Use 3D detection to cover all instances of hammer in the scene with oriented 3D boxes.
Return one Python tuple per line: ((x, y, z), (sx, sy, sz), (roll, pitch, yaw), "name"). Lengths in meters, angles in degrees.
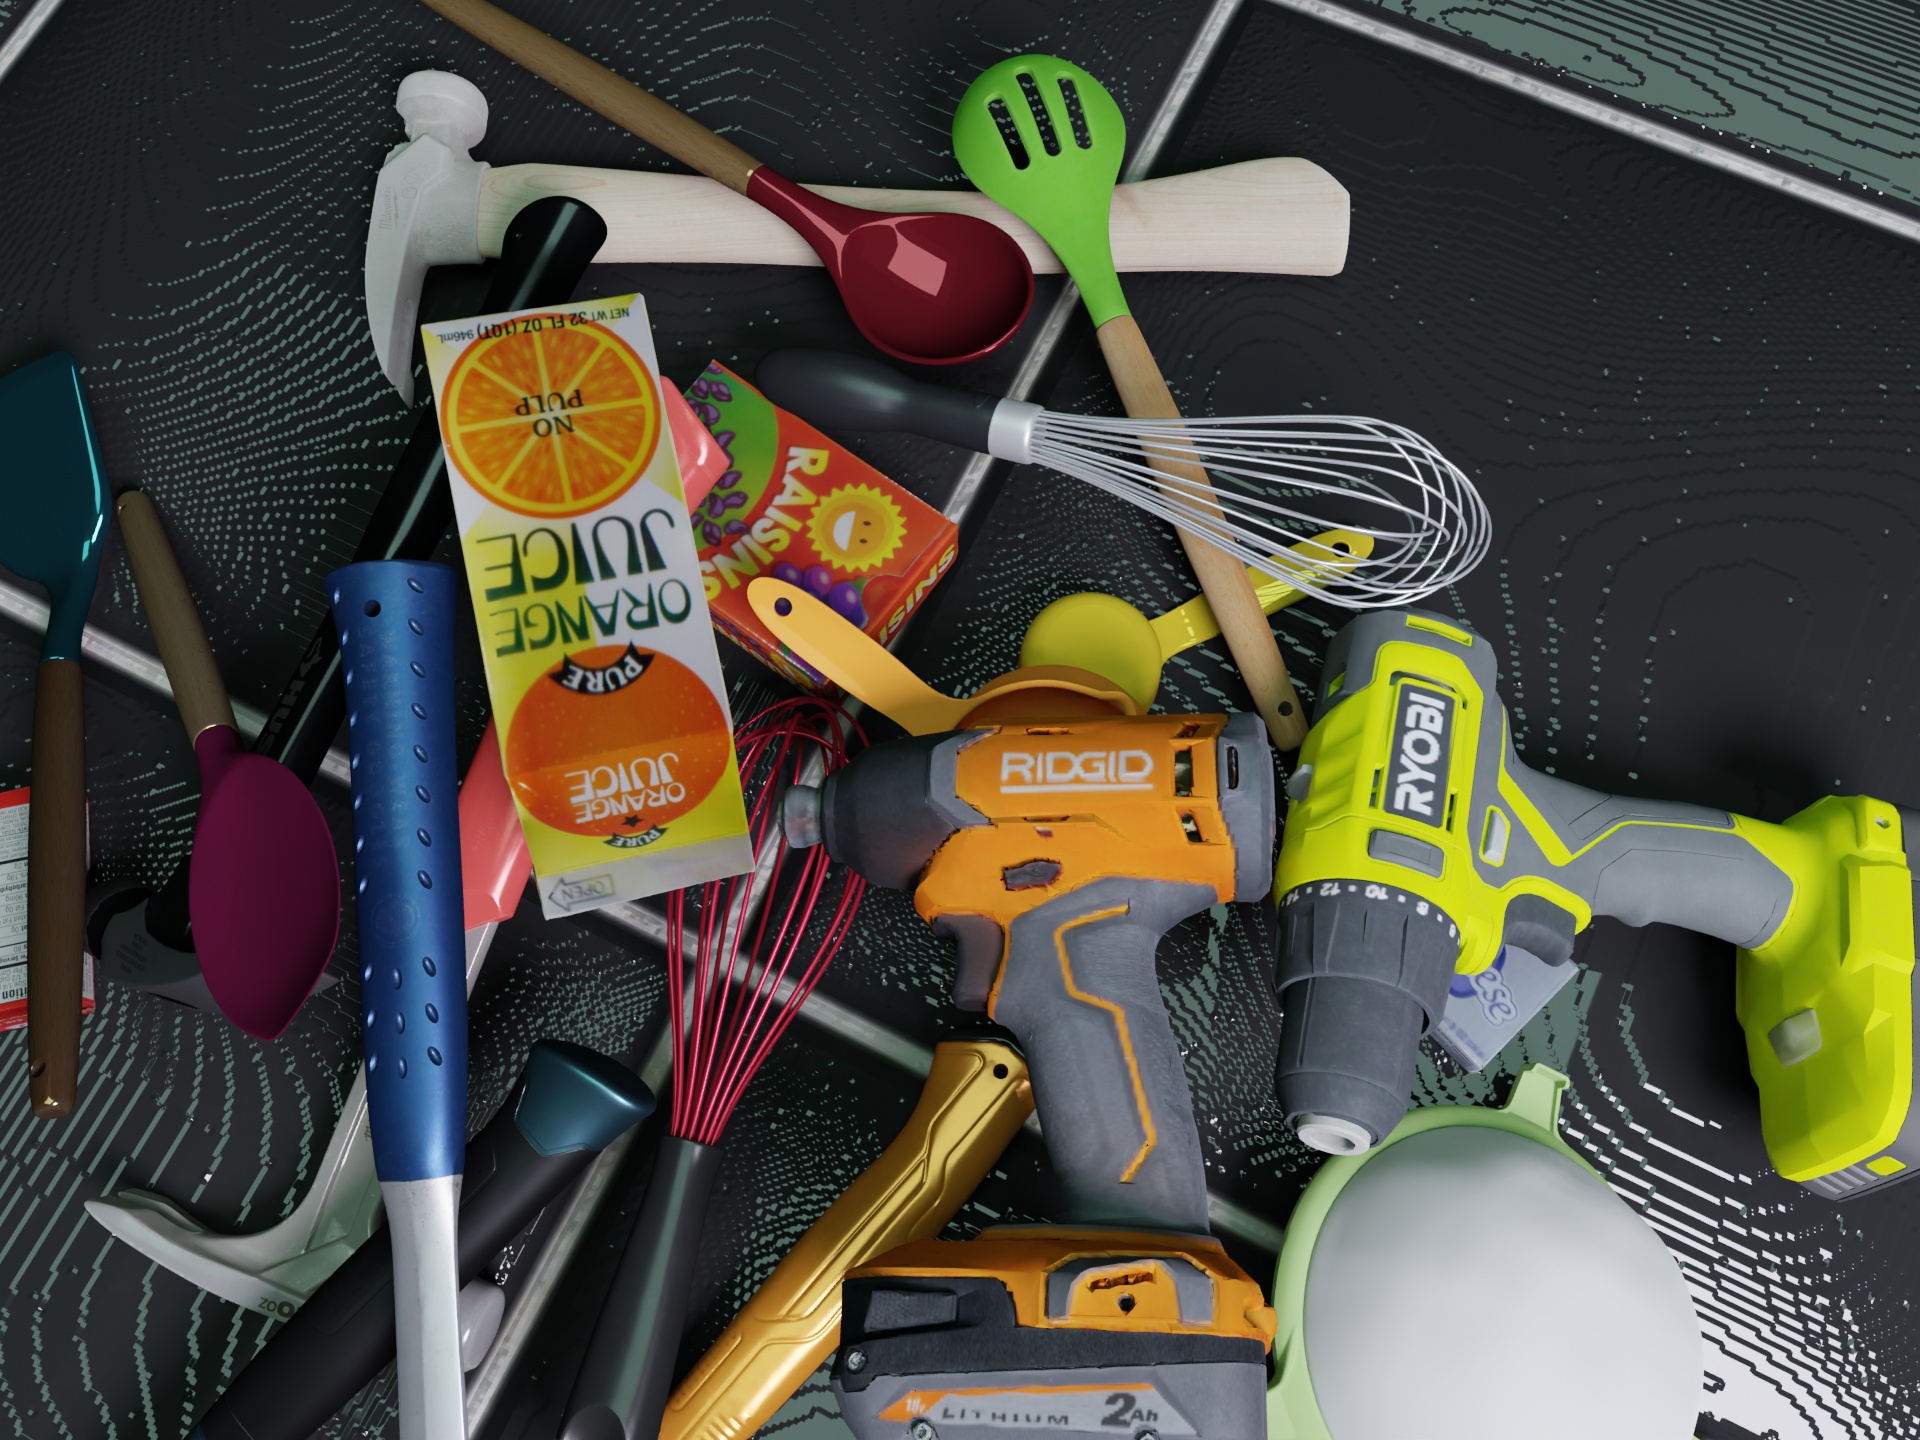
((-0.044, -0.201, 0.675), (0.410, 0.038, 0.146), (2, 75, 2), "hammer")
((-0.158, 0.150, 0.485), (0.144, 0.035, 0.406), (-7, 81, 9), "hammer")
((-0.179, 0.039, 0.582), (0.149, 0.036, 0.359), (19, 83, 7), "hammer")
((-0.081, 0.243, 0.541), (0.127, 0.034, 0.337), (40, 78, 13), "hammer")
((-0.230, 0.227, 0.521), (0.331, 0.033, 0.128), (-45, 78, 1), "hammer")
((-0.214, -0.051, 0.590), (0.146, 0.035, 0.335), (9, 71, 44), "hammer")

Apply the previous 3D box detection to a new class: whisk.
((0.052, -0.101, 0.588), (0.285, 0.070, 0.070), (17, 74, 16), "whisk")
((-0.088, 0.127, 0.550), (0.073, 0.073, 0.296), (12, 70, 5), "whisk")

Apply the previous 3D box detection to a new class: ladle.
((-0.106, -0.233, 0.653), (0.315, 0.031, 0.069), (33, 79, 11), "ladle")

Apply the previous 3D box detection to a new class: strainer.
((0.133, 0.209, 0.491), (0.256, 0.069, 0.151), (-14, 75, -21), "strainer")

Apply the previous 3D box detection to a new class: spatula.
((-0.349, -0.002, 0.597), (0.082, 0.044, 0.318), (-26, 59, 10), "spatula")

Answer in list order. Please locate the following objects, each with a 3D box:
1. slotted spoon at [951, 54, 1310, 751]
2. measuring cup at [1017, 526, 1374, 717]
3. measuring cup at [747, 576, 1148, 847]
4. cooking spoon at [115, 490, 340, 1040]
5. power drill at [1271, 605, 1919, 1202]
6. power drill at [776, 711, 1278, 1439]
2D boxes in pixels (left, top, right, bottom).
((0.072, -0.134, 0.626), (0.070, 0.031, 0.314), (-20, 79, -3), "slotted spoon")
((0.095, -0.044, 0.625), (0.156, 0.029, 0.062), (-26, 74, -4), "measuring cup")
((-0.001, -0.002, 0.583), (0.173, 0.052, 0.095), (36, 105, 1), "measuring cup")
((-0.264, -0.006, 0.556), (0.068, 0.017, 0.319), (-54, 47, 11), "cooking spoon")
((0.216, 0.076, 0.534), (0.228, 0.080, 0.191), (18, 59, 1), "power drill")
((0.017, 0.103, 0.490), (0.164, 0.084, 0.227), (-1, 64, 8), "power drill")
